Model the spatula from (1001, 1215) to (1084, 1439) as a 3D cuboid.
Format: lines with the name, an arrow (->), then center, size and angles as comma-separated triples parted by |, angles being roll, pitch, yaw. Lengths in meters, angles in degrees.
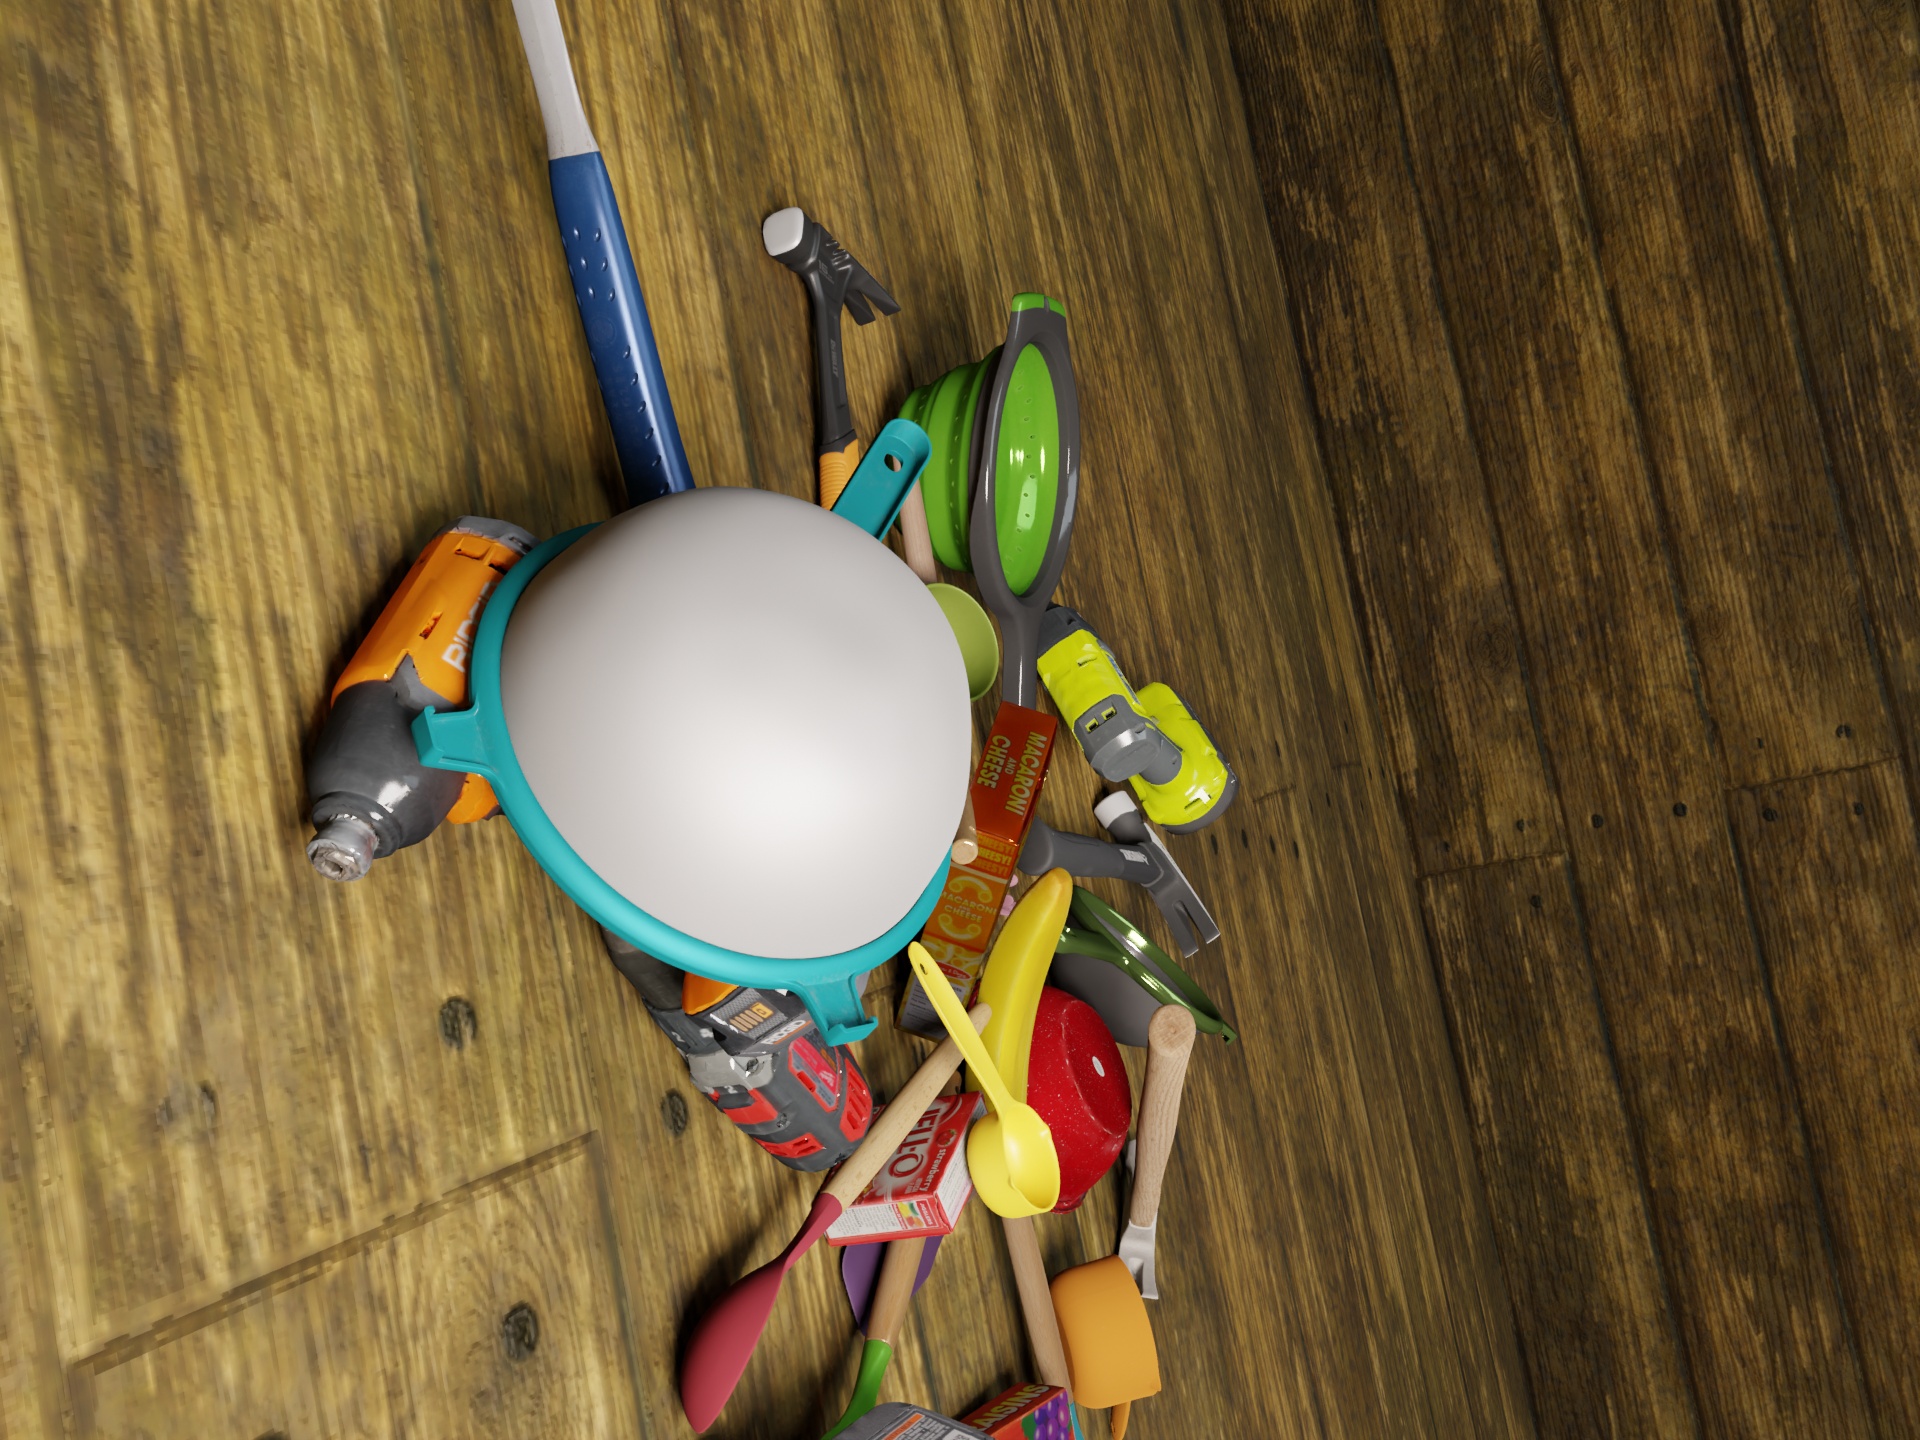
spatula -> 0.045, 0.392, 0.967 | 0.082, 0.044, 0.317 | -9, 86, -65

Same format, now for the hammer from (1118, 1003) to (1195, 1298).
hammer -> 0.129, 0.286, 1.065 | 0.331, 0.031, 0.130 | 87, 11, -52

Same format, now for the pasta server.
pasta server -> -0.006, -0.023, 1.038 | 0.060, 0.040, 0.316 | -59, 140, -80

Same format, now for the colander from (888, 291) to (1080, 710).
colander -> 0.009, -0.093, 1.107 | 0.204, 0.094, 0.397 | -27, 120, -67

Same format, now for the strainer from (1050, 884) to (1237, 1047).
strainer -> 0.094, 0.182, 1.117 | 0.152, 0.069, 0.256 | 44, 8, 28

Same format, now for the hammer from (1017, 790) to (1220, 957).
hammer -> 0.107, 0.106, 1.171 | 0.146, 0.035, 0.334 | 57, 14, 18

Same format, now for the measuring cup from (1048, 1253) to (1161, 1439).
measuring cup -> 0.086, 0.425, 1.037 | 0.095, 0.052, 0.173 | -118, -157, -51

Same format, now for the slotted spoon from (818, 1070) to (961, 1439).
slotted spoon -> -0.037, 0.300, 0.822 | 0.314, 0.031, 0.070 | -71, 144, -52

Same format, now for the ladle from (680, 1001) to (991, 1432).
ladle -> -0.051, 0.225, 0.791 | 0.031, 0.069, 0.315 | 40, 33, 6

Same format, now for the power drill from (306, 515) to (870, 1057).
power drill -> -0.139, 0.039, 0.624 | 0.226, 0.084, 0.164 | 36, 40, -21

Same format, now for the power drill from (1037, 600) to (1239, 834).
power drill -> 0.136, -0.004, 1.309 | 0.223, 0.080, 0.171 | 37, 21, -53

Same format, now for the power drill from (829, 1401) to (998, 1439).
power drill -> -0.052, 0.423, 0.644 | 0.185, 0.084, 0.226 | -6, 102, -58

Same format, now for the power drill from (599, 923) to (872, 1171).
power drill -> -0.089, 0.084, 0.791 | 0.187, 0.080, 0.227 | 58, 33, -36

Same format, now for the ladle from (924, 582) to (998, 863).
ladle -> -0.001, -0.003, 0.863 | 0.078, 0.062, 0.320 | 49, 10, -18

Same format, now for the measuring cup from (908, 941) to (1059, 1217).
measuring cup -> 0.003, 0.188, 0.828 | 0.156, 0.029, 0.062 | 62, 24, -3

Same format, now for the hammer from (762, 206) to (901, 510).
hammer -> -0.072, -0.149, 0.998 | 0.127, 0.034, 0.337 | 29, 53, -59

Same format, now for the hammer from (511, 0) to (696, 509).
hammer -> -0.186, -0.271, 0.734 | 0.035, 0.144, 0.405 | -48, 131, -60

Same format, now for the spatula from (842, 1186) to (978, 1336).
spatula -> 0.005, 0.279, 0.966 | 0.316, 0.018, 0.060 | -15, 88, -66

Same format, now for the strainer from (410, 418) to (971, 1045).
strainer -> -0.050, -0.053, 0.645 | 0.211, 0.095, 0.341 | 37, 41, -13
